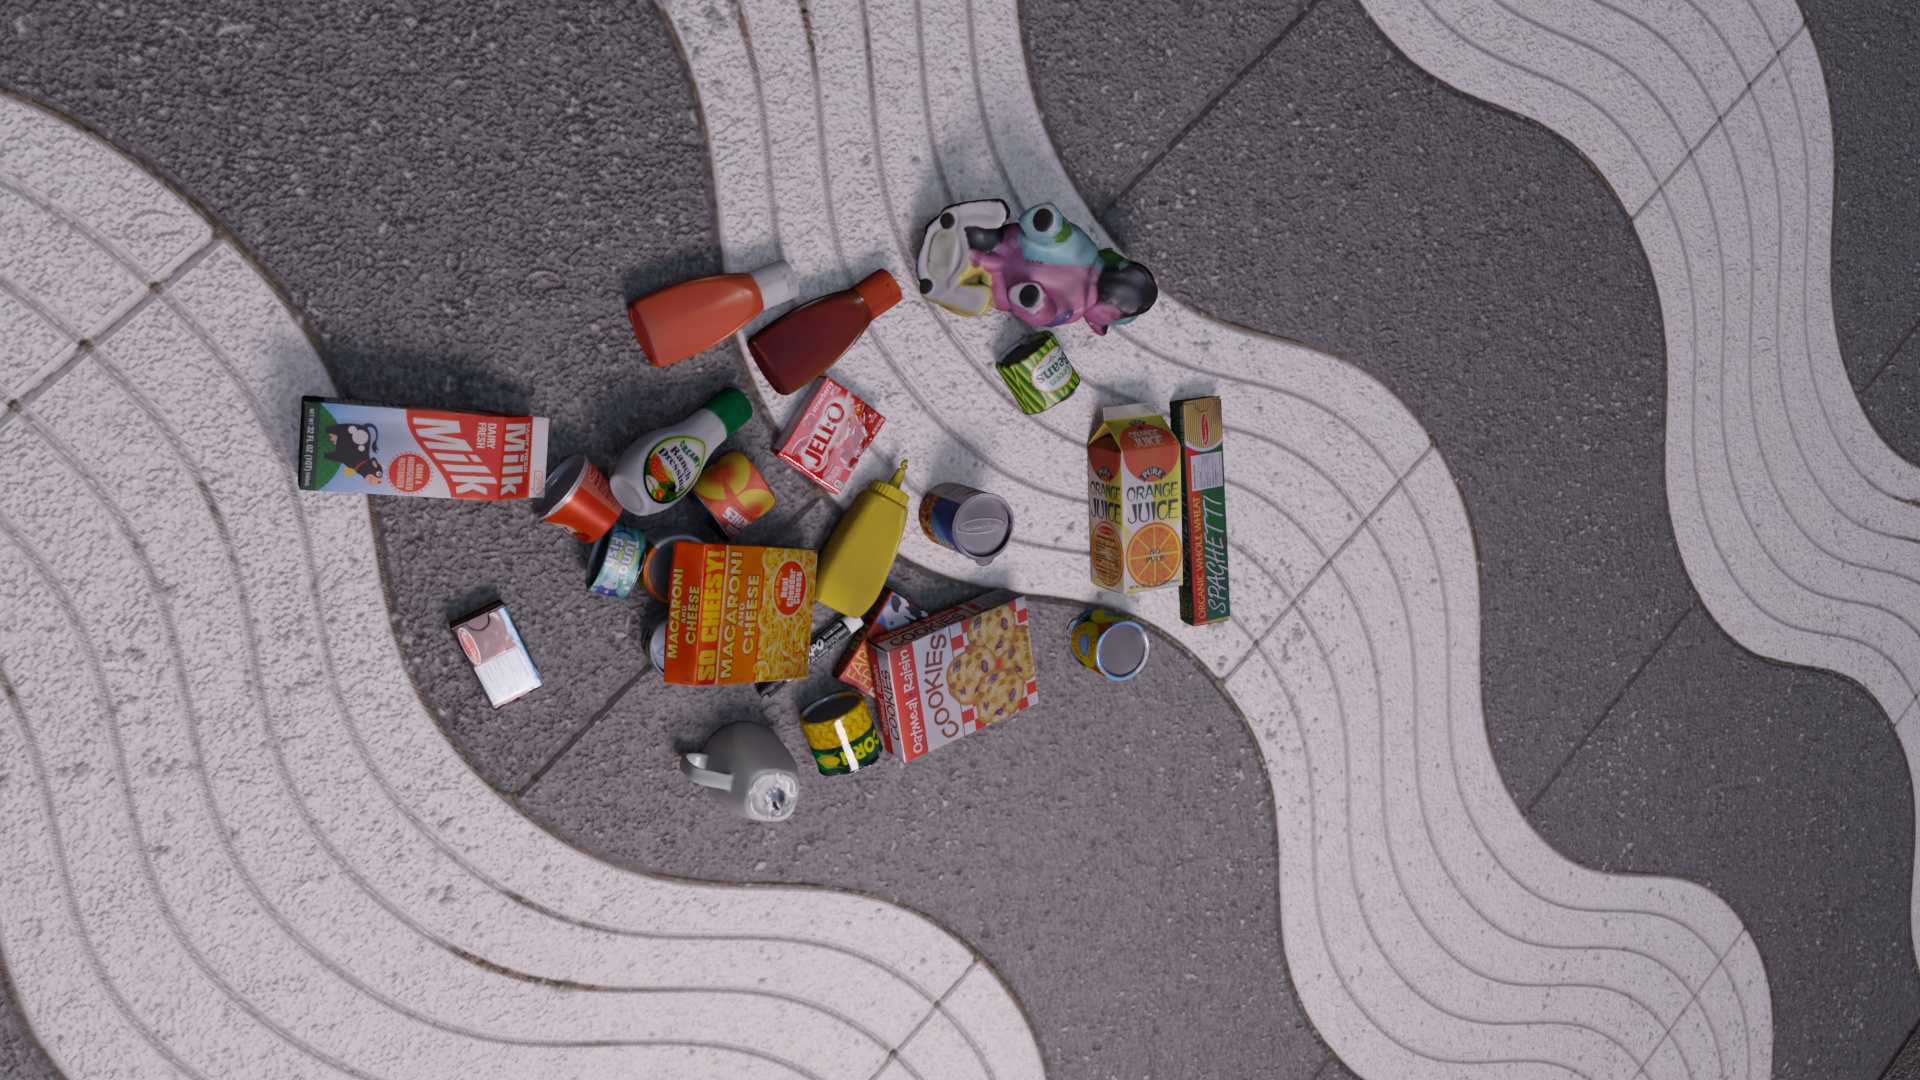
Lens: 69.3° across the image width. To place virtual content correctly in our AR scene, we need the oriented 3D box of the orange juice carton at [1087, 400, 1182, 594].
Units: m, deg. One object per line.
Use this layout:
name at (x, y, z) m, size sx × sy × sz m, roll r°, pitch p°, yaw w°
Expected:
orange juice carton at (0.180, -0.046, 1.444) m, size 0.072 × 0.073 × 0.192 m, roll -7°, pitch 101°, yaw -24°

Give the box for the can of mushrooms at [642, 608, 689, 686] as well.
can of mushrooms at (-0.257, 0.098, 1.281) m, size 0.071 × 0.033 × 0.071 m, roll -5°, pitch 100°, yaw -25°

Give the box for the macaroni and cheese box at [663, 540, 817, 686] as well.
macaroni and cheese box at (-0.195, 0.065, 1.245) m, size 0.166 × 0.040 × 0.123 m, roll 6°, pitch 88°, yaw -61°

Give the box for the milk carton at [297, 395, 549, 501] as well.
milk carton at (-0.439, -0.074, 1.143) m, size 0.191 × 0.073 × 0.072 m, roll 2°, pitch 98°, yaw -26°

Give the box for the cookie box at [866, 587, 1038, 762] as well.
cookie box at (-0.006, 0.132, 1.386) m, size 0.168 × 0.040 × 0.122 m, roll -20°, pitch 113°, yaw -30°

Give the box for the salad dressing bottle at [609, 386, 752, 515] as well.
salad dressing bottle at (-0.244, -0.082, 1.227) m, size 0.148 × 0.044 × 0.064 m, roll -48°, pitch 128°, yaw -36°

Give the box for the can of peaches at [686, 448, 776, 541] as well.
can of peaches at (-0.208, -0.040, 1.261) m, size 0.058 × 0.071 × 0.071 m, roll -39°, pitch 113°, yaw -15°

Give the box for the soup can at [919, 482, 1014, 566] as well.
soup can at (0.005, -0.017, 1.359) m, size 0.071 × 0.084 × 0.071 m, roll -5°, pitch 101°, yaw -24°

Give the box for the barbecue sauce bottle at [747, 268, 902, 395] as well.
barbecue sauce bottle at (-0.122, -0.199, 1.291) m, size 0.149 × 0.044 × 0.064 m, roll -37°, pitch 112°, yaw -16°

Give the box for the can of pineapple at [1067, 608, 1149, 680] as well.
can of pineapple at (0.156, 0.110, 1.466) m, size 0.071 × 0.058 × 0.071 m, roll -5°, pitch 101°, yaw -24°

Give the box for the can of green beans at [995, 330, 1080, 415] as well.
can of green beans at (0.076, -0.167, 1.378) m, size 0.071 × 0.071 × 0.057 m, roll -40°, pitch 113°, yaw -14°

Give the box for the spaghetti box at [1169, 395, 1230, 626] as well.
spaghetti box at (0.261, -0.031, 1.509) m, size 0.050 × 0.029 × 0.249 m, roll -10°, pitch 103°, yaw -24°

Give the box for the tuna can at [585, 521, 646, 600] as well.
tuna can at (-0.303, 0.017, 1.224) m, size 0.033 × 0.071 × 0.071 m, roll 19°, pitch 90°, yaw -26°

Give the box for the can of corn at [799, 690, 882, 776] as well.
can of corn at (-0.114, 0.186, 1.343) m, size 0.071 × 0.071 × 0.058 m, roll -25°, pitch 108°, yaw -20°

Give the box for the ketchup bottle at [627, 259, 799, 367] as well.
ketchup bottle at (-0.217, -0.209, 1.243) m, size 0.149 × 0.043 × 0.064 m, roll -26°, pitch 110°, yaw -20°

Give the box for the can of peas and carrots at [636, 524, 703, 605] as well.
can of peas and carrots at (-0.259, 0.025, 1.254) m, size 0.071 × 0.059 × 0.070 m, roll -4°, pitch 101°, yaw -24°

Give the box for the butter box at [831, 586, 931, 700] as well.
butter box at (-0.078, 0.102, 1.372) m, size 0.053 × 0.024 × 0.103 m, roll 34°, pitch 83°, yaw -27°

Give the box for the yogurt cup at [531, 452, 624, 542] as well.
yogurt cup at (-0.330, -0.035, 1.208) m, size 0.054 × 0.072 × 0.072 m, roll 42°, pitch 80°, yaw -33°

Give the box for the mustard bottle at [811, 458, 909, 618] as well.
mustard bottle at (-0.087, -0.006, 1.336) m, size 0.065 × 0.049 × 0.160 m, roll 30°, pitch 84°, yaw -30°

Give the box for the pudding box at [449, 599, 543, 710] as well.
pudding box at (-0.405, 0.099, 1.213) m, size 0.050 × 0.030 × 0.083 m, roll -27°, pitch 109°, yaw -18°
